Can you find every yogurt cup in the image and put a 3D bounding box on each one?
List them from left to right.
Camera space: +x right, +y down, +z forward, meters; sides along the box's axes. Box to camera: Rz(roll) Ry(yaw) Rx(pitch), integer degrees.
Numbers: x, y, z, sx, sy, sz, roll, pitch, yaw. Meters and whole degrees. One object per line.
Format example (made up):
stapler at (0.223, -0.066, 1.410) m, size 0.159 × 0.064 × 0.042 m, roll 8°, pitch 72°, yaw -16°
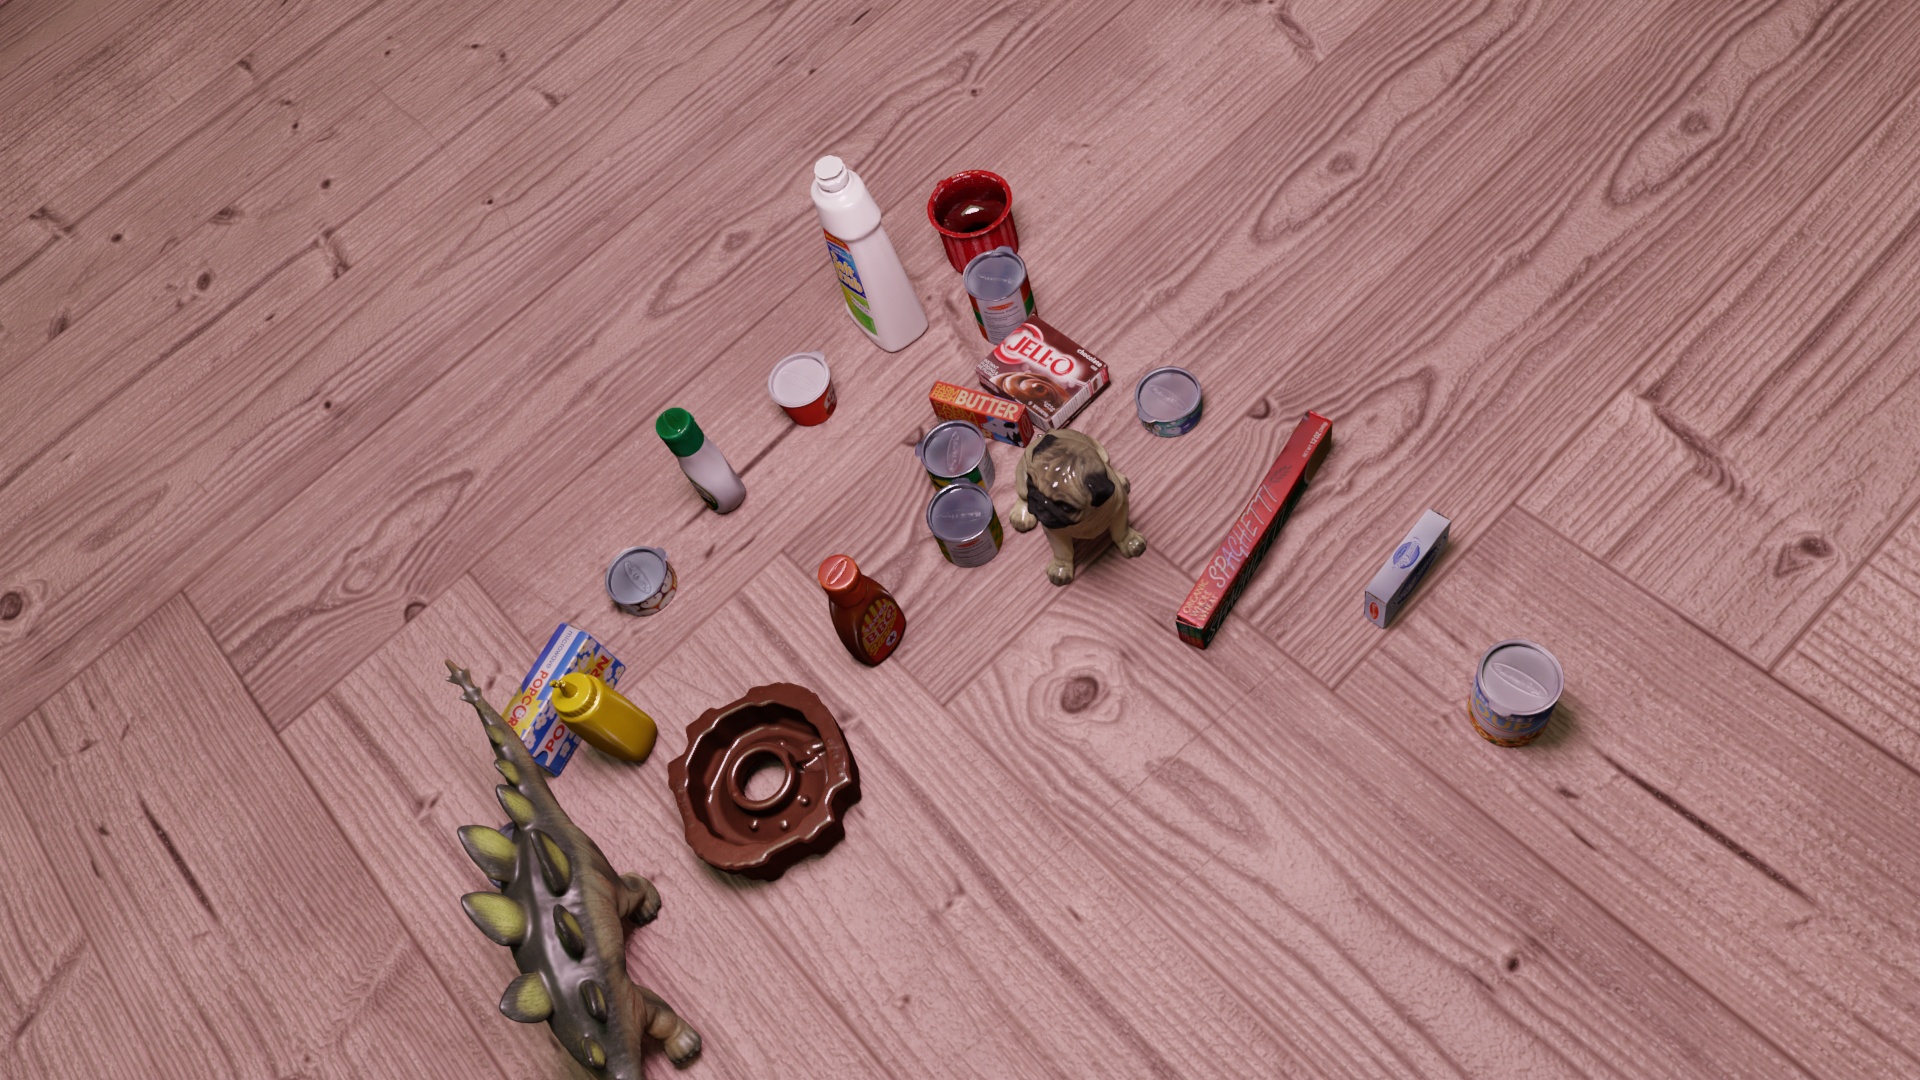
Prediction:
yogurt cup at (-0.165, -0.158, 1.475) m, size 0.072 × 0.053 × 0.073 m, roll -6°, pitch 61°, yaw 10°

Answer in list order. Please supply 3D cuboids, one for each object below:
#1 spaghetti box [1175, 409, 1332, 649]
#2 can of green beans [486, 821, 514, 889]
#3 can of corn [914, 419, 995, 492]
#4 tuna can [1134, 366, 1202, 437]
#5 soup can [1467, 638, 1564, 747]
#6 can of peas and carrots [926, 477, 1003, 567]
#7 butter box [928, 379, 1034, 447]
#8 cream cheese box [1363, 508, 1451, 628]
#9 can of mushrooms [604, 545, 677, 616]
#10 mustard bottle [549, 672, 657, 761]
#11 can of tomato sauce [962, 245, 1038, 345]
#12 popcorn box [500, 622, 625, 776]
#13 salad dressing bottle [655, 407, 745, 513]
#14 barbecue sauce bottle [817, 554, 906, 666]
spaghetti box at (0.275, -0.011, 1.293) m, size 0.029 × 0.050 × 0.251 m, roll 27°, pitch 71°, yaw 25°
can of green beans at (-0.395, 0.296, 1.280) m, size 0.071 × 0.057 × 0.071 m, roll -6°, pitch 61°, yaw 10°
can of corn at (-0.005, -0.078, 1.391) m, size 0.071 × 0.058 × 0.071 m, roll -6°, pitch 61°, yaw 10°
tuna can at (0.207, -0.136, 1.387) m, size 0.071 × 0.032 × 0.071 m, roll -6°, pitch 61°, yaw 10°
soup can at (0.458, 0.130, 1.154) m, size 0.071 × 0.083 × 0.071 m, roll -6°, pitch 61°, yaw 11°
can of peas and carrots at (0.005, -0.017, 1.355) m, size 0.071 × 0.058 × 0.071 m, roll -6°, pitch 61°, yaw 10°
butter box at (0.021, -0.129, 1.416) m, size 0.103 × 0.053 × 0.024 m, roll 18°, pitch 68°, yaw 22°
cream cheese box at (0.399, 0.025, 1.242) m, size 0.024 × 0.053 × 0.104 m, roll 34°, pitch 74°, yaw 27°
can of mushrooms at (-0.323, 0.040, 1.417) m, size 0.071 × 0.033 × 0.071 m, roll -6°, pitch 61°, yaw 10°
mustard bottle at (-0.336, 0.158, 1.282) m, size 0.065 × 0.159 × 0.049 m, roll 12°, pitch 66°, yaw 19°
can of tomato sauce at (0.044, -0.256, 1.462) m, size 0.071 × 0.082 × 0.071 m, roll -6°, pitch 61°, yaw 11°
popcorn box at (-0.386, 0.153, 1.340) m, size 0.038 × 0.085 × 0.127 m, roll 20°, pitch 68°, yaw 22°
salad dressing bottle at (-0.263, -0.081, 1.402) m, size 0.044 × 0.147 × 0.064 m, roll -40°, pitch 61°, yaw -9°
barbecue sauce bottle at (-0.094, 0.061, 1.284) m, size 0.044 × 0.148 × 0.065 m, roll 27°, pitch 72°, yaw 25°
